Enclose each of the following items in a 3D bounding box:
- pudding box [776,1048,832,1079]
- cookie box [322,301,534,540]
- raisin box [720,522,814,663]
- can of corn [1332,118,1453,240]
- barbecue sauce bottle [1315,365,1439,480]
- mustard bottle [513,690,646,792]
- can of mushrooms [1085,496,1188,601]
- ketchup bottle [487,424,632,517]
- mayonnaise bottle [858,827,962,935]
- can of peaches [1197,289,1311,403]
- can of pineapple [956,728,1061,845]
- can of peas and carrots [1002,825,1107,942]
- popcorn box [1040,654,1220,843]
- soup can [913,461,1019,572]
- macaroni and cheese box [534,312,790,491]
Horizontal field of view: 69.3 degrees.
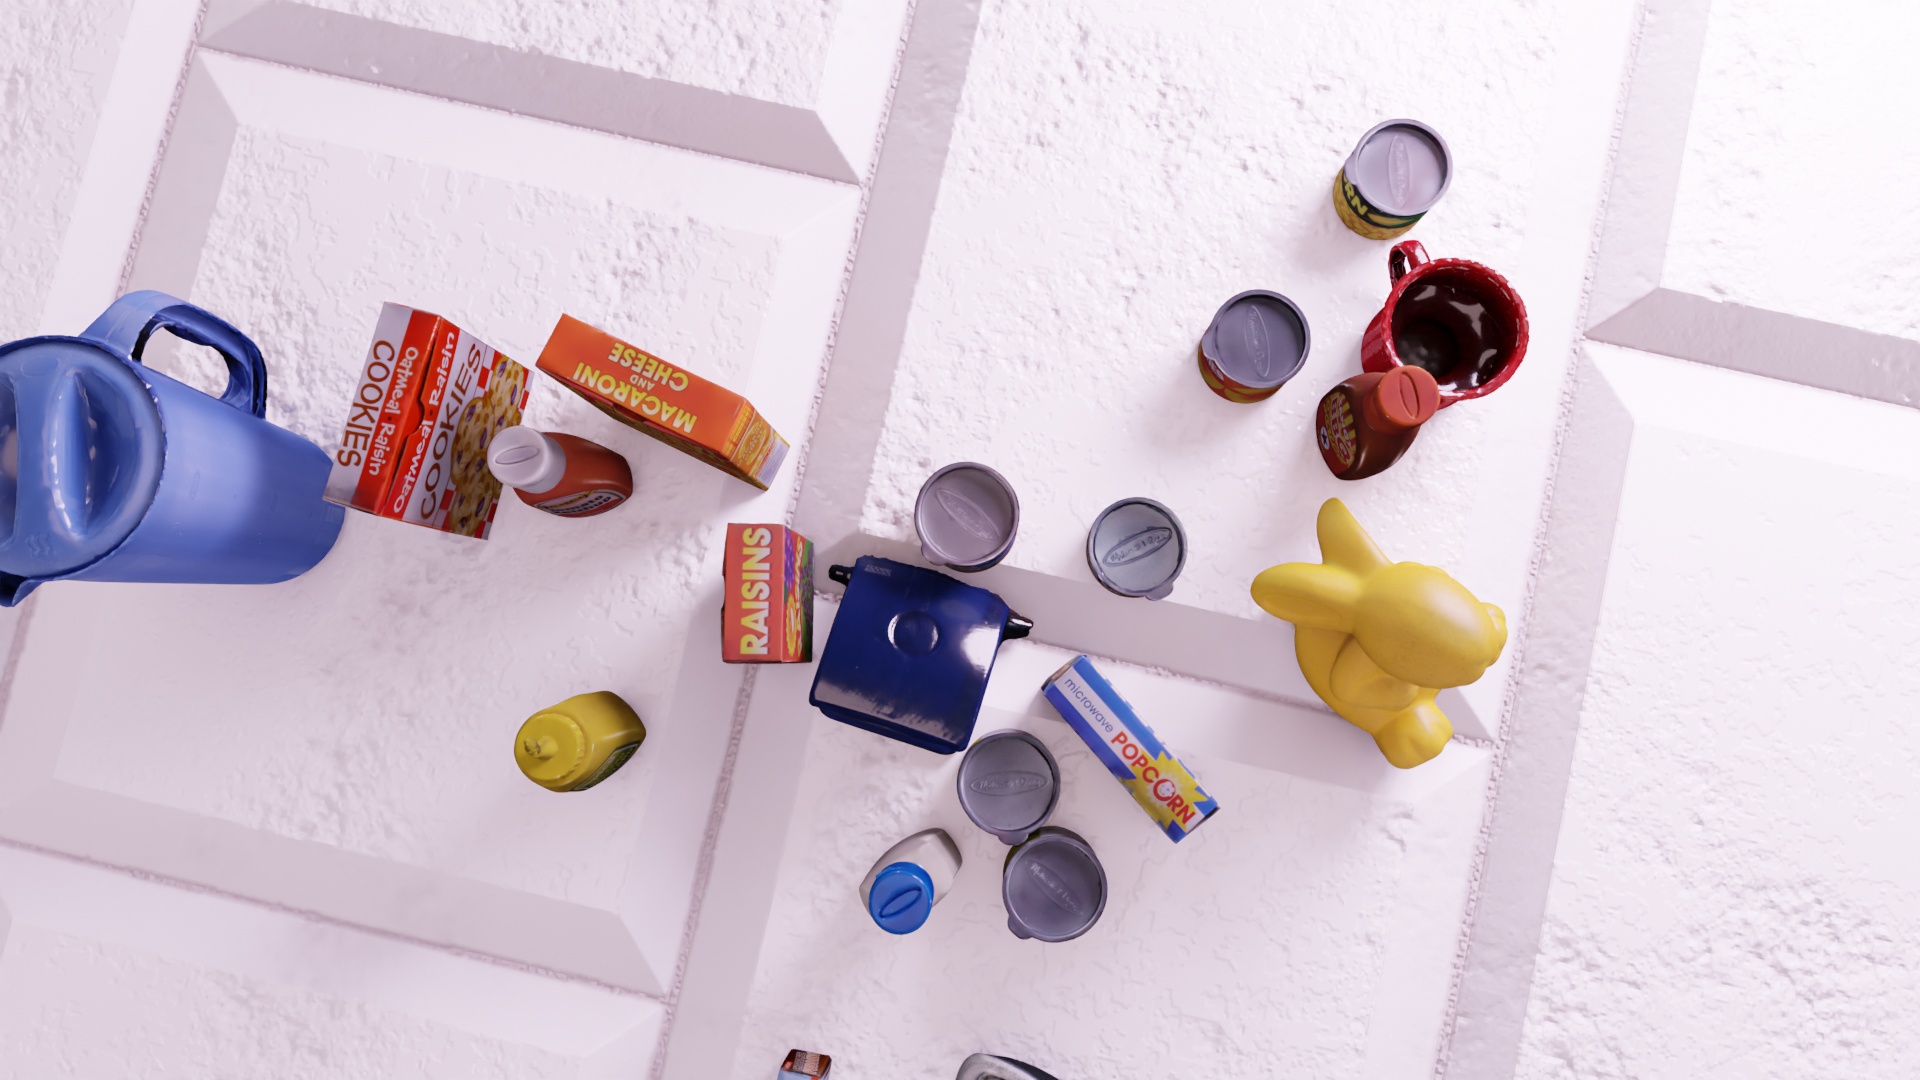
[{"bbox_3d":[-0.107,0.376,0.890,0.030,0.049,0.083,11,85,3],"label":"pudding box"},{"bbox_3d":[-0.330,-0.070,0.881,0.040,0.167,0.123,14,85,3],"label":"cookie box"},{"bbox_3d":[-0.121,0.036,0.887,0.040,0.123,0.086,1,85,2],"label":"raisin box"},{"bbox_3d":[0.288,-0.242,0.937,0.071,0.058,0.071,0,85,2],"label":"can of corn"},{"bbox_3d":[0.262,-0.078,0.876,0.044,0.148,0.065,-11,85,1],"label":"barbecue sauce bottle"},{"bbox_3d":[-0.242,0.127,0.863,0.065,0.160,0.049,-44,85,-2],"label":"mustard bottle"},{"bbox_3d":[0.118,0.008,0.929,0.071,0.033,0.071,0,84,2],"label":"can of mushrooms"},{"bbox_3d":[-0.258,-0.044,0.886,0.065,0.148,0.043,-15,85,0],"label":"ketchup bottle"},{"bbox_3d":[-0.032,0.211,0.855,0.065,0.148,0.041,-33,85,-1],"label":"mayonnaise bottle"},{"bbox_3d":[0.192,-0.128,0.928,0.071,0.058,0.071,0,85,2],"label":"can of peaches"},{"bbox_3d":[0.031,0.158,0.904,0.071,0.058,0.071,0,85,2],"label":"can of pineapple"},{"bbox_3d":[0.058,0.222,0.896,0.071,0.058,0.071,0,85,2],"label":"can of peas and carrots"},{"bbox_3d":[0.105,0.130,0.891,0.038,0.085,0.127,-41,85,-2],"label":"popcorn box"},{"bbox_3d":[0.003,-0.011,0.908,0.071,0.083,0.071,0,85,2],"label":"soup can"},{"bbox_3d":[-0.182,-0.082,0.879,0.124,0.166,0.040,25,86,4],"label":"macaroni and cheese box"}]
